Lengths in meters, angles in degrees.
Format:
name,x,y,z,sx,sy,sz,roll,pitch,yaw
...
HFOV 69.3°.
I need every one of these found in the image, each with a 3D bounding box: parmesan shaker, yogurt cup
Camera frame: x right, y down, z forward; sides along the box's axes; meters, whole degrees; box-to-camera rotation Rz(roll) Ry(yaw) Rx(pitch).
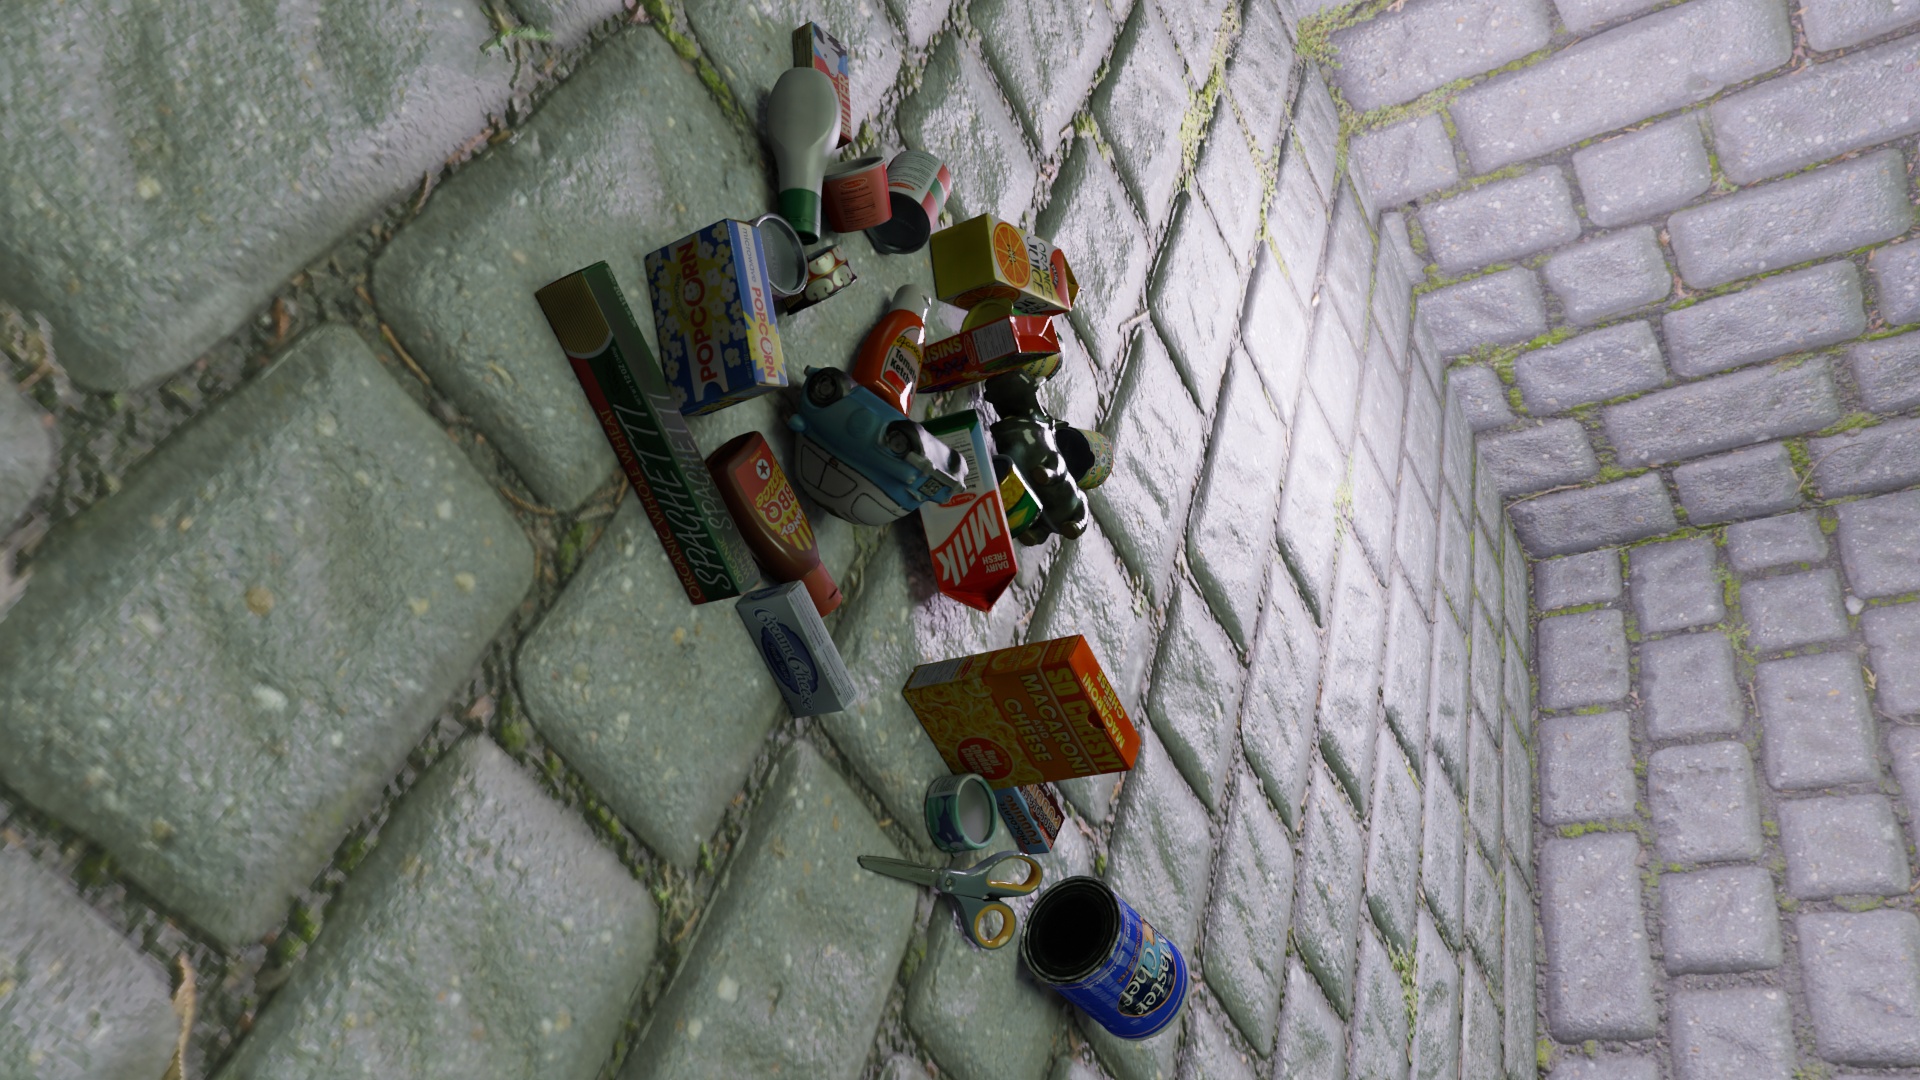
name,x,y,z,sx,sy,sz,roll,pitch,yaw
parmesan shaker,0.057,-0.204,1.425,0.103,0.071,0.071,13,67,-55
yogurt cup,-0.094,-0.308,1.238,0.073,0.072,0.053,-49,131,-53

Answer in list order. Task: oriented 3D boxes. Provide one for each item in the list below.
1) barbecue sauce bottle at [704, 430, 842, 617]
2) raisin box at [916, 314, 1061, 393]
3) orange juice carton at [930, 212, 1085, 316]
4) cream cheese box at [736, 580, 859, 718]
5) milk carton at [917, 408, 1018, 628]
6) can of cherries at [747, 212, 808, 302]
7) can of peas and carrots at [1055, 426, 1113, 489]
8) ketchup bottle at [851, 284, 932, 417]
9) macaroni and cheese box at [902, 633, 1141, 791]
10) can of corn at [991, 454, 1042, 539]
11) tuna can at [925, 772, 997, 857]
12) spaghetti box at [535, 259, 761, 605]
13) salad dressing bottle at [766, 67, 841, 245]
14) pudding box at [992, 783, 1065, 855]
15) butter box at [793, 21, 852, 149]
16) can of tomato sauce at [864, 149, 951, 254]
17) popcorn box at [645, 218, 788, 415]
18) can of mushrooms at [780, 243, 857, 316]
name,x,y,z,sx,sy,sz,roll,pitch,yaw
barbecue sauce bottle,-0.141,-0.007,1.060,0.148,0.043,0.065,62,33,-22
raisin box,0.020,-0.175,1.306,0.086,0.123,0.040,-15,89,-59
orange juice carton,0.054,-0.274,1.449,0.193,0.071,0.073,7,72,-56
cream cheese box,-0.122,0.082,1.044,0.024,0.053,0.103,-47,117,-52
milk carton,0.004,-0.016,1.243,0.072,0.073,0.190,8,68,-86
can of cherries,-0.165,-0.219,1.096,0.071,0.058,0.072,27,56,-51
can of peas and carrots,0.125,-0.088,1.485,0.059,0.071,0.071,2,76,-58
ketchup bottle,-0.059,-0.171,1.257,0.064,0.043,0.149,54,37,-38
macaroni and cheese box,0.052,0.151,1.181,0.123,0.166,0.040,60,35,-24
can of corn,0.034,-0.039,1.329,0.058,0.071,0.071,54,37,-30
tuna can,0.002,0.237,1.195,0.071,0.032,0.071,29,53,-49
spaghetti box,-0.214,-0.070,0.965,0.029,0.050,0.249,-44,115,-53
salad dressing bottle,-0.136,-0.328,1.189,0.044,0.064,0.148,67,24,-78
pudding box,0.061,0.244,1.288,0.083,0.030,0.050,63,35,-19
butter box,-0.126,-0.415,1.270,0.053,0.024,0.104,18,62,-53
can of tomato sauce,-0.050,-0.319,1.311,0.071,0.071,0.083,55,36,-30
popcorn box,-0.180,-0.163,1.022,0.038,0.085,0.127,-1,78,-59
can of mushrooms,-0.124,-0.216,1.153,0.033,0.071,0.071,63,34,-19
